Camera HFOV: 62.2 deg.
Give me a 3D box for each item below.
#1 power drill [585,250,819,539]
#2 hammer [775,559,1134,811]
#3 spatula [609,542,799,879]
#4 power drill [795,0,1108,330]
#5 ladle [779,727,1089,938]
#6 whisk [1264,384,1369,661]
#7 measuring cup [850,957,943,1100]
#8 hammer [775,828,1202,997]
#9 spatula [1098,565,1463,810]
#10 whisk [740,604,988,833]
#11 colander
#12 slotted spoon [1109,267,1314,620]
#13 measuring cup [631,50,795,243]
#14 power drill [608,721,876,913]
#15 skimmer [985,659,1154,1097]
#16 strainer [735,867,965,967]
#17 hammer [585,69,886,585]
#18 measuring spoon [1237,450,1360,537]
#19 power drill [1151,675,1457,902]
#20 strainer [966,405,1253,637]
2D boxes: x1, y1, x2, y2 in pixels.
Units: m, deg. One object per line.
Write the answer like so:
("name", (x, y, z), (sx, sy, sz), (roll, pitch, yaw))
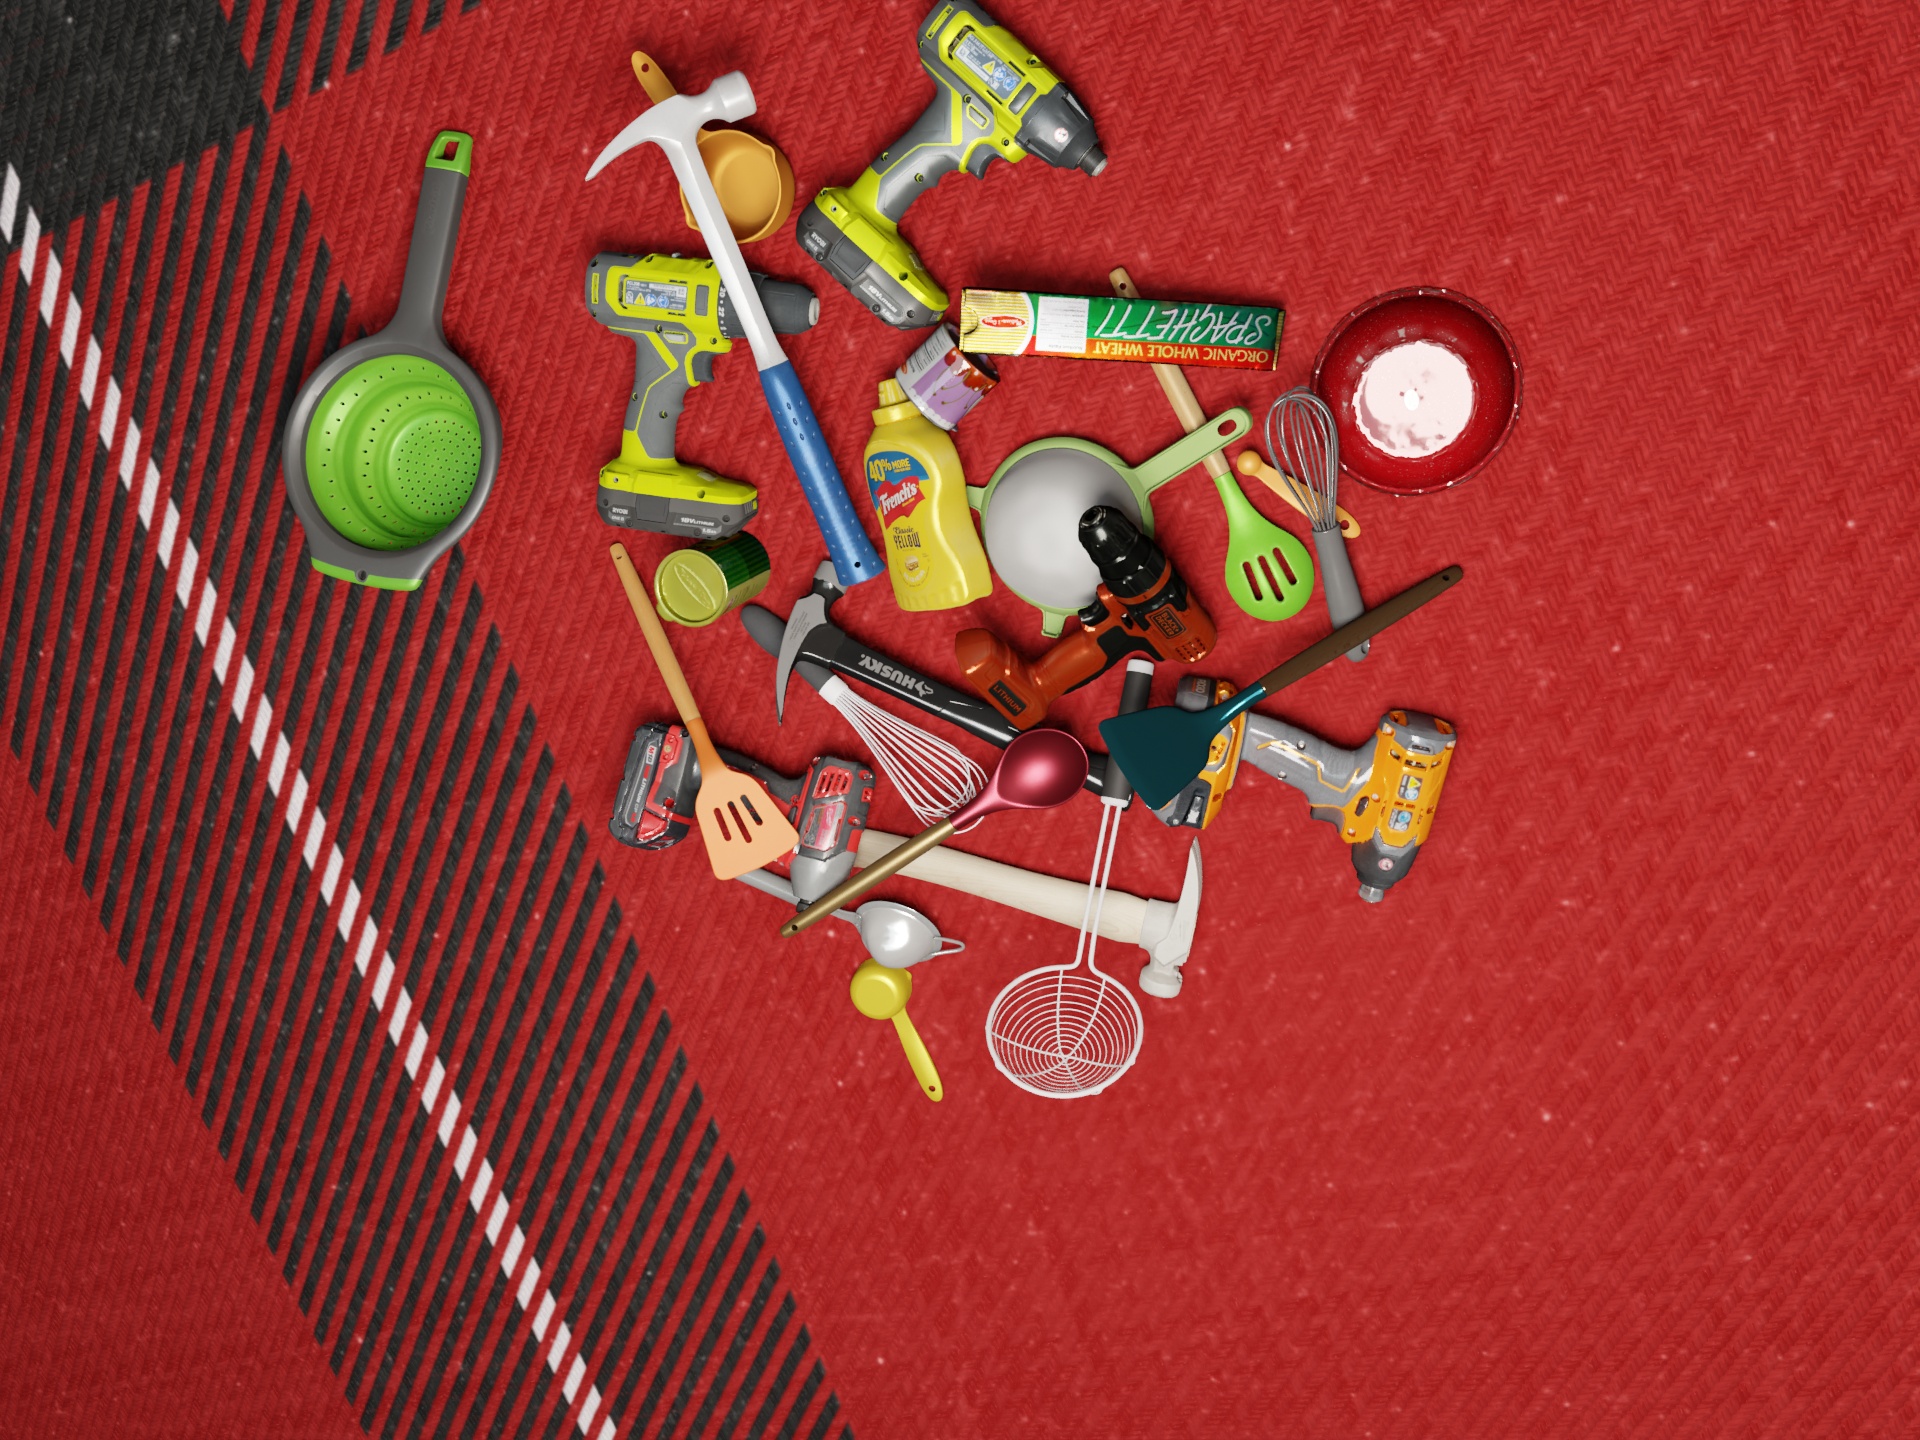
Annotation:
("power drill", (-0.221, -0.275, 1.347), (0.190, 0.080, 0.228), (9, 107, 6))
("hammer", (-0.002, -0.004, 1.370), (0.335, 0.035, 0.146), (26, 74, 0))
("spatula", (-0.243, -0.017, 1.405), (0.081, 0.041, 0.323), (-27, 73, 0))
("power drill", (-0.008, -0.422, 1.243), (0.171, 0.080, 0.223), (42, 110, -1))
("ladle", (-0.027, 0.102, 1.354), (0.315, 0.031, 0.069), (-33, 94, 13))
("whisk", (0.287, -0.150, 1.251), (0.055, 0.055, 0.238), (-12, 116, 18))
("measuring cup", (-0.056, 0.299, 1.509), (0.062, 0.029, 0.156), (-22, 99, 20))
("hammer", (0.011, 0.130, 1.435), (0.410, 0.038, 0.146), (13, 109, 11))
("spatula", (0.261, -0.039, 1.248), (0.317, 0.044, 0.082), (-31, 76, -2))
("whisk", (-0.089, -0.005, 1.410), (0.284, 0.070, 0.070), (41, 113, 5))
("colander", (-0.467, -0.311, 1.405), (0.204, 0.094, 0.397), (12, 92, 11))
("slotted spoon", (0.196, -0.219, 1.278), (0.070, 0.031, 0.313), (-27, 97, 14))
("measuring cup", (-0.203, -0.468, 1.294), (0.095, 0.052, 0.173), (-34, 94, 22))
("power drill", (-0.194, 0.086, 1.427), (0.220, 0.078, 0.143), (13, 84, 13))
("skimmer", (0.111, 0.124, 1.304), (0.127, 0.090, 0.363), (10, 85, 17))
("strainer", (-0.122, 0.178, 1.481), (0.258, 0.050, 0.086), (22, 139, 14))
("hammer", (-0.161, -0.295, 1.283), (0.144, 0.035, 0.405), (-24, 111, -3))
("measuring spoon", (0.271, -0.179, 1.268), (0.117, 0.011, 0.021), (32, 94, -6))
("power drill", (0.278, 0.058, 1.317), (0.226, 0.084, 0.164), (12, 110, 7))
("strainer", (0.118, -0.174, 1.275), (0.256, 0.069, 0.151), (-29, 96, 29))
